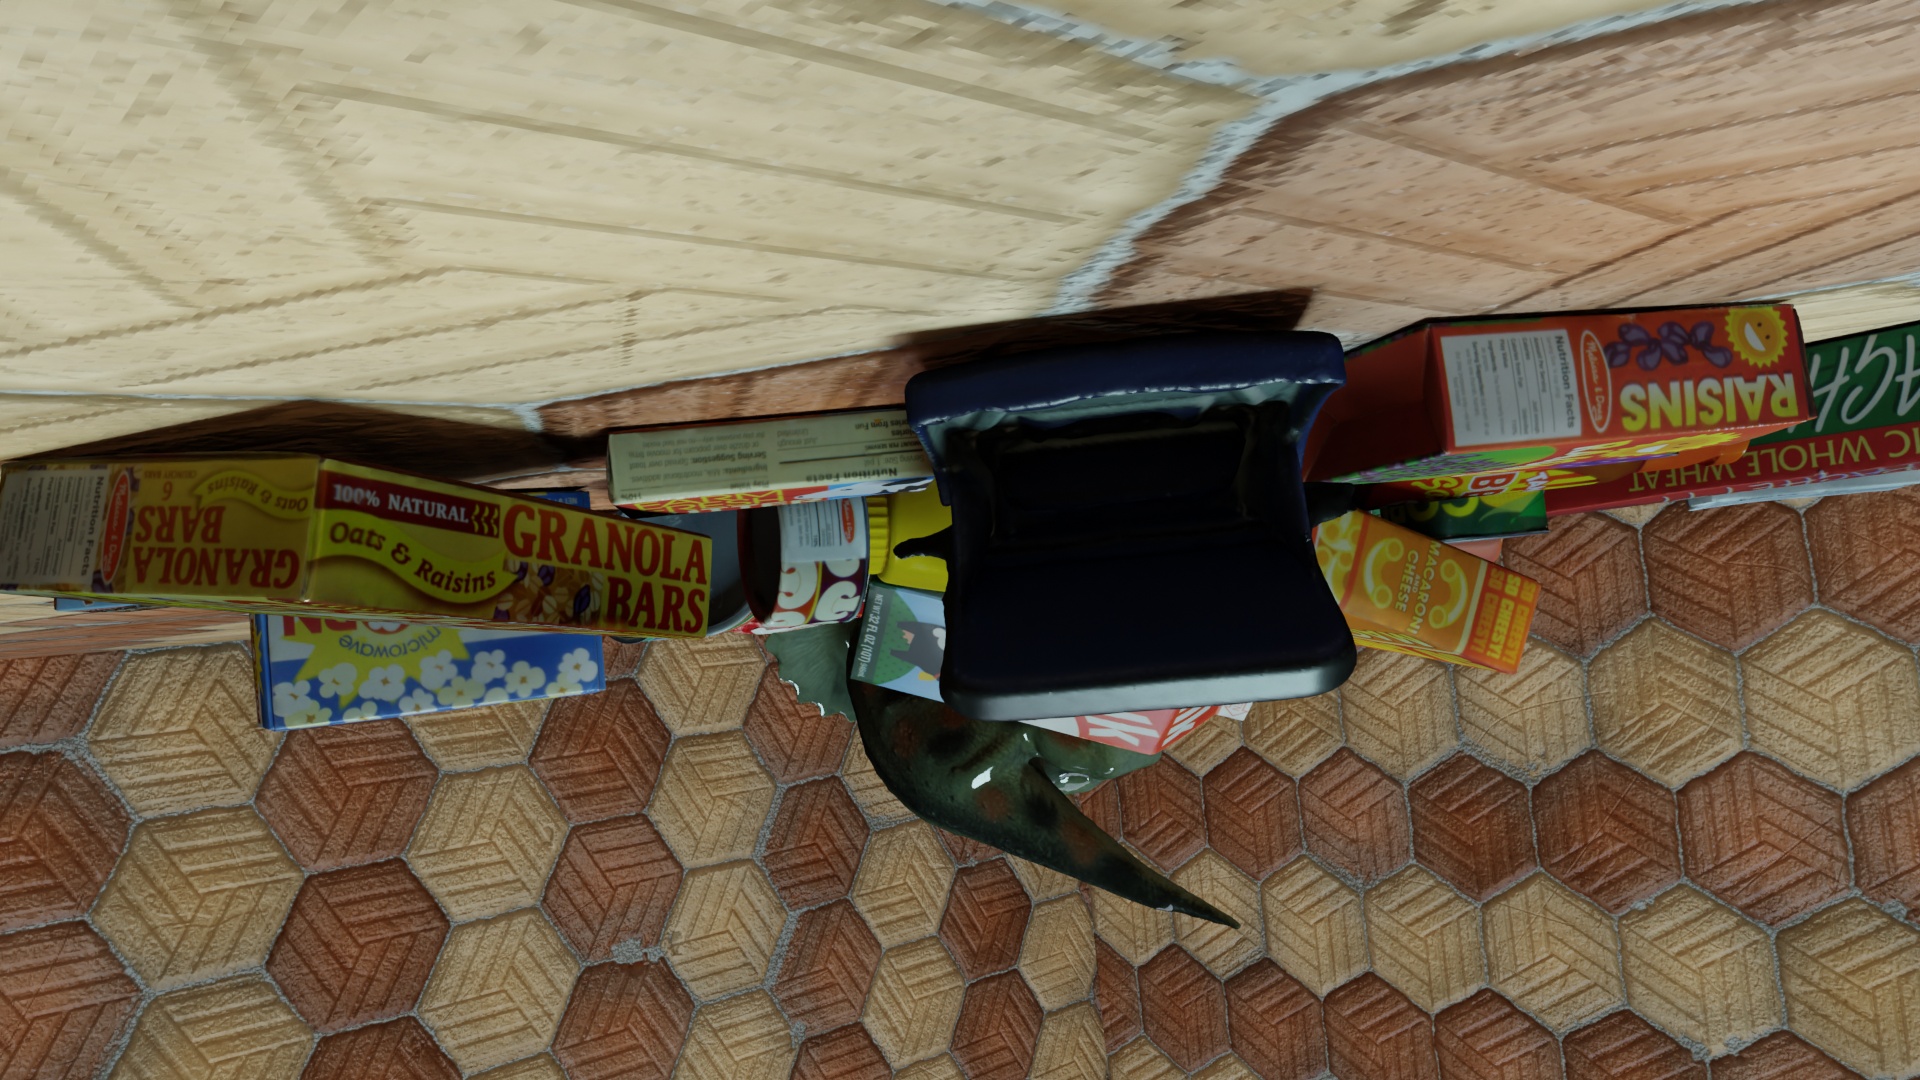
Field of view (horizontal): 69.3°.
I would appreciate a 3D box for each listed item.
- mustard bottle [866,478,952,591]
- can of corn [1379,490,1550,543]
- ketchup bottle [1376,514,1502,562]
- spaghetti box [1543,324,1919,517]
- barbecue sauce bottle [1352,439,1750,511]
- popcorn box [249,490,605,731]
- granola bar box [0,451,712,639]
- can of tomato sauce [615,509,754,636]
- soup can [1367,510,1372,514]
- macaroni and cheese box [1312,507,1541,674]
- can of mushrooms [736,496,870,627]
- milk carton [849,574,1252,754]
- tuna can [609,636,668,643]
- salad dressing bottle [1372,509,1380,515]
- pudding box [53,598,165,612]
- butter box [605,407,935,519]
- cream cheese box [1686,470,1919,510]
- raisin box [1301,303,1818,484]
[{"bbox_3d":[0.002,-0.007,0.584,0.160,0.065,0.048,0,175,-16],"label":"mustard bottle"},{"bbox_3d":[0.206,-0.028,0.580,0.071,0.058,0.071,-6,177,0],"label":"can of corn"},{"bbox_3d":[0.209,-0.020,0.742,0.149,0.065,0.043,2,157,13],"label":"ketchup bottle"},{"bbox_3d":[0.300,-0.043,0.543,0.029,0.050,0.249,-2,175,-35],"label":"spaghetti box"},{"bbox_3d":[0.211,-0.039,0.517,0.149,0.043,0.065,-6,172,1],"label":"barbecue sauce bottle"},{"bbox_3d":[-0.212,0.026,0.554,0.127,0.085,0.038,-4,177,-32],"label":"popcorn box"},{"bbox_3d":[-0.175,0.005,0.426,0.124,0.039,0.165,1,174,24],"label":"granola bar box"},{"bbox_3d":[-0.111,0.009,0.590,0.071,0.071,0.083,-5,177,-4],"label":"can of tomato sauce"},{"bbox_3d":[0.144,-0.011,0.665,0.083,0.071,0.071,-8,176,42],"label":"soup can"},{"bbox_3d":[0.112,0.004,0.528,0.166,0.040,0.123,18,176,-21],"label":"macaroni and cheese box"},{"bbox_3d":[-0.060,0.000,0.518,0.033,0.071,0.071,-3,176,-24],"label":"can of mushrooms"},{"bbox_3d":[0.051,0.040,0.650,0.191,0.074,0.072,14,136,0],"label":"milk carton"},{"bbox_3d":[-0.181,0.024,0.805,0.071,0.071,0.033,-8,177,33],"label":"tuna can"},{"bbox_3d":[0.266,-0.037,0.680,0.147,0.044,0.064,-6,173,18],"label":"salad dressing bottle"},{"bbox_3d":[-0.337,0.013,0.601,0.084,0.030,0.049,-6,176,1],"label":"pudding box"},{"bbox_3d":[-0.061,-0.025,0.456,0.103,0.024,0.053,-6,176,-6],"label":"butter box"},{"bbox_3d":[0.375,-0.045,0.625,0.104,0.053,0.024,-6,175,-7],"label":"cream cheese box"},{"bbox_3d":[0.179,-0.043,0.430,0.123,0.040,0.086,-6,176,-14],"label":"raisin box"}]
